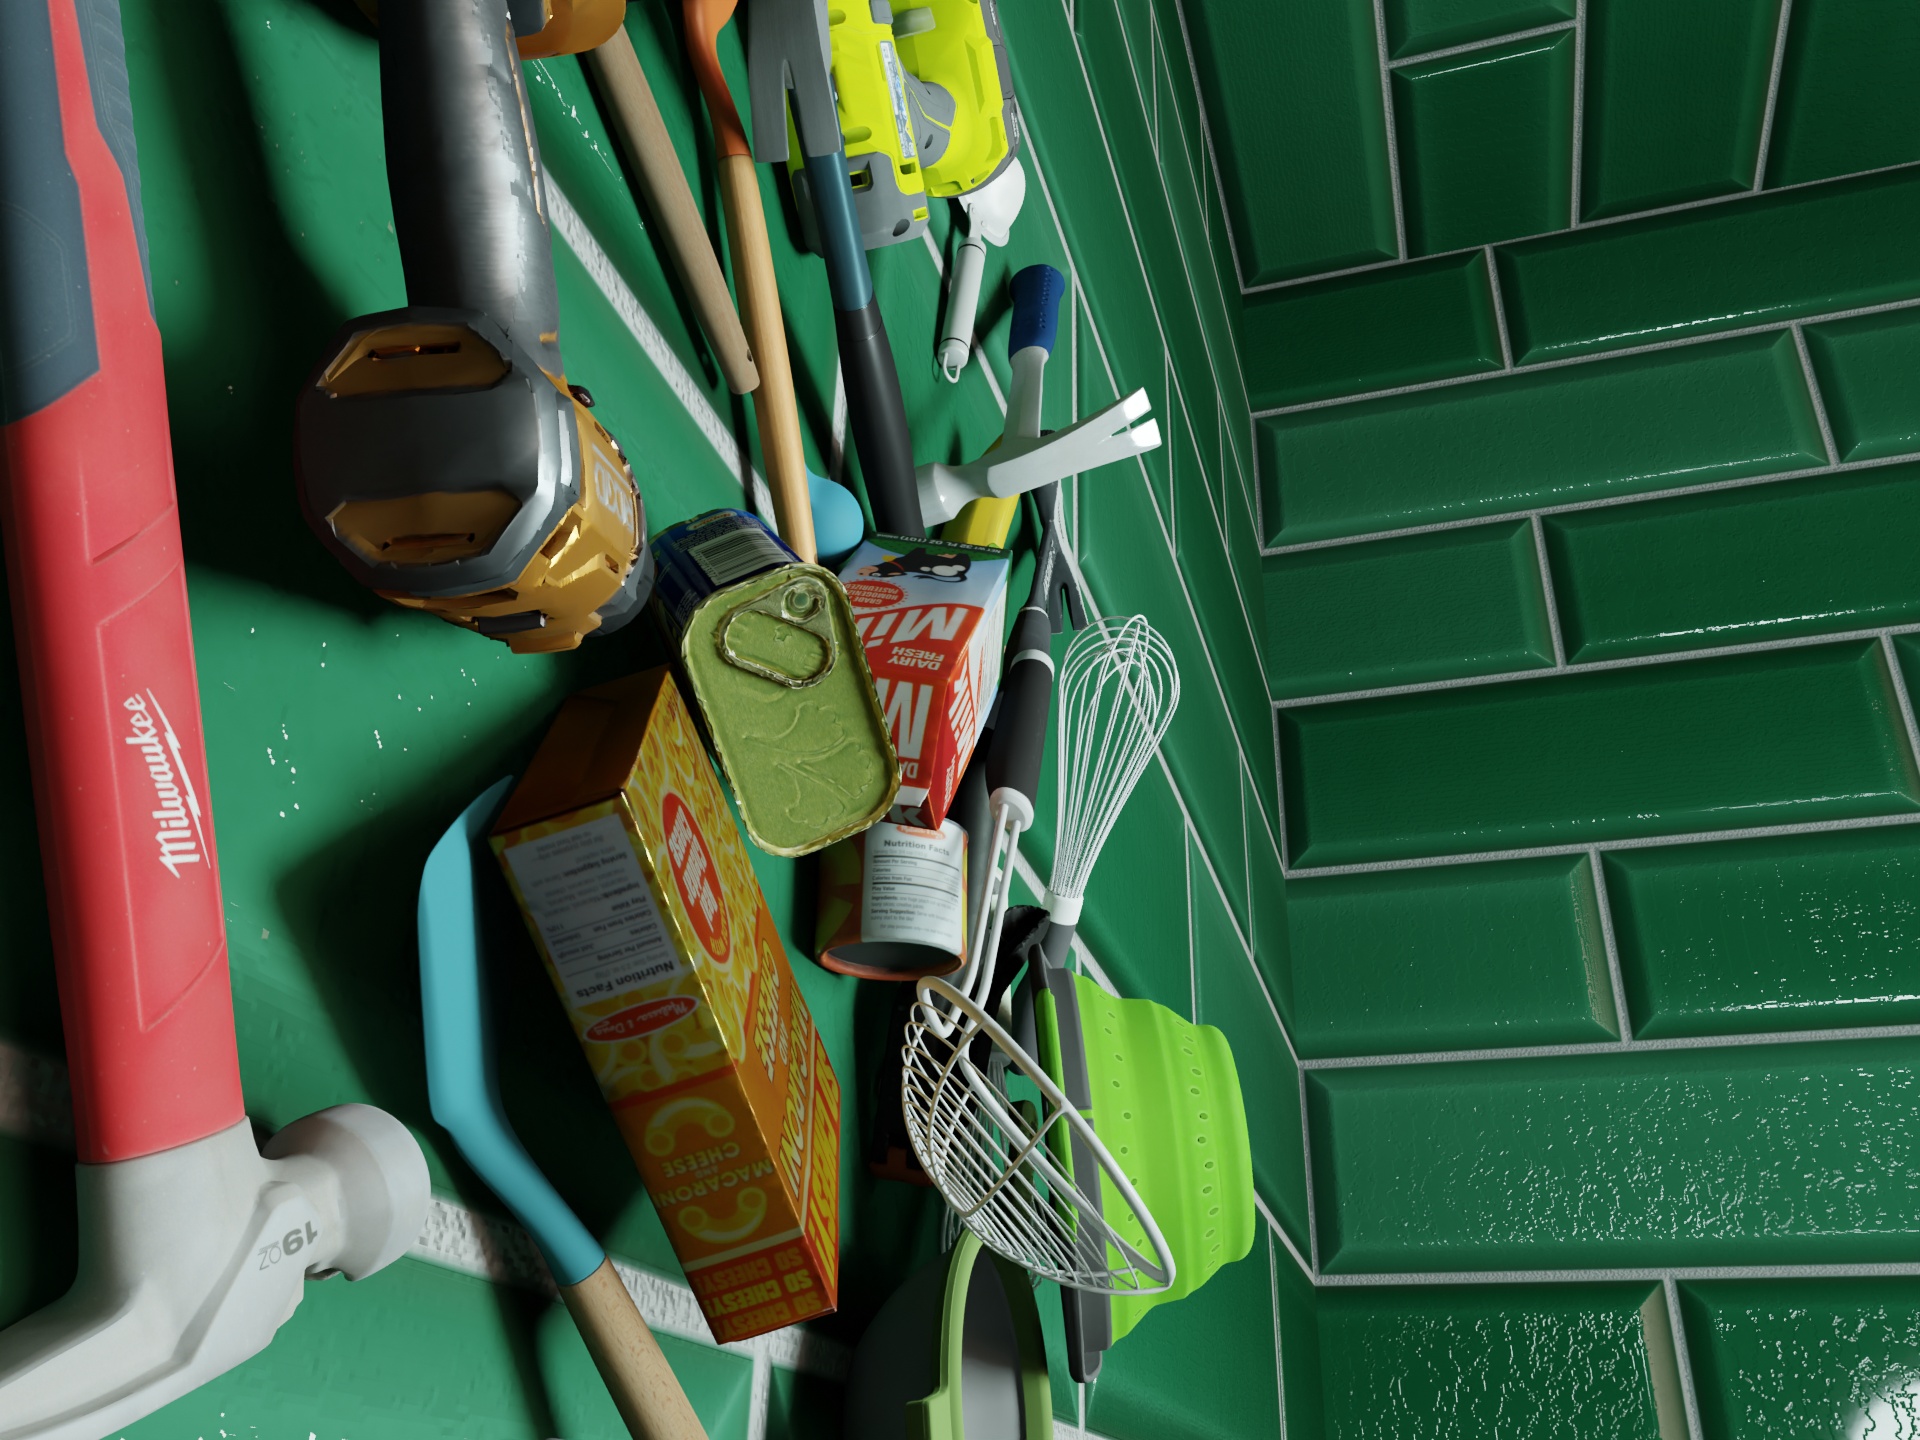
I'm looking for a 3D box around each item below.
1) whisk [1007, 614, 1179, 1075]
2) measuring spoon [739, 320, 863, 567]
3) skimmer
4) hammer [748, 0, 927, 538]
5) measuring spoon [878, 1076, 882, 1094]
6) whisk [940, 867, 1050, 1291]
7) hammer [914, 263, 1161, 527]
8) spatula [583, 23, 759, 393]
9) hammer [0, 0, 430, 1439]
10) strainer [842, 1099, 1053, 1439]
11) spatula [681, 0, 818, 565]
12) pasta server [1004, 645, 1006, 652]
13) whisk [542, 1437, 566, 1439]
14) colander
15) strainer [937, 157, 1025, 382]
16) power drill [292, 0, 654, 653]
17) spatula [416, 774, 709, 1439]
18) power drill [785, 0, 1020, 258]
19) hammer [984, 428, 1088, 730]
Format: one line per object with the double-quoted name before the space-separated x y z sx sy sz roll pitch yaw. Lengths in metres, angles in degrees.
"whisk" 0.066 0.076 0.910 0.070 0.070 0.284 -39 144 -71
"measuring spoon" -0.069 -0.125 0.720 0.042 0.021 0.128 -79 156 -46
"skimmer" 0.041 0.066 0.643 0.127 0.090 0.364 60 23 -27
"hammer" -0.046 -0.182 0.725 0.128 0.033 0.330 -89 171 -46
"measuring spoon" -0.019 0.160 0.794 0.124 0.018 0.034 -30 115 -65
"whisk" 0.016 0.190 0.850 0.059 0.057 0.247 121 -27 -55
"hammer" 0.050 -0.231 1.027 0.406 0.144 0.035 -82 153 -60
"spatula" -0.134 -0.257 0.564 0.060 0.018 0.315 -77 153 -50
"hammer" -0.178 -0.066 0.298 0.143 0.038 0.386 -5 88 -72
"strainer" -0.005 0.262 0.703 0.256 0.069 0.151 -77 153 -61
"spatula" -0.082 -0.213 0.669 0.081 0.041 0.322 -19 100 -81
"pasta server" -0.001 -0.003 0.875 0.316 0.040 0.060 -47 147 -71
"whisk" -0.077 0.295 0.484 0.055 0.055 0.238 -73 147 -54
"colander" 0.093 0.242 0.843 0.396 0.094 0.205 82 3 -64
"strainer" 0.011 -0.314 1.049 0.086 0.050 0.259 44 42 -41
"power drill" -0.121 -0.130 0.424 0.185 0.084 0.226 103 -19 -86
"spatula" -0.085 0.172 0.444 0.082 0.044 0.317 -91 158 -76
"power drill" -0.042 -0.349 0.819 0.228 0.080 0.190 -54 135 -63
"hammer" 0.047 -0.063 1.007 0.409 0.036 0.149 -74 155 -65
